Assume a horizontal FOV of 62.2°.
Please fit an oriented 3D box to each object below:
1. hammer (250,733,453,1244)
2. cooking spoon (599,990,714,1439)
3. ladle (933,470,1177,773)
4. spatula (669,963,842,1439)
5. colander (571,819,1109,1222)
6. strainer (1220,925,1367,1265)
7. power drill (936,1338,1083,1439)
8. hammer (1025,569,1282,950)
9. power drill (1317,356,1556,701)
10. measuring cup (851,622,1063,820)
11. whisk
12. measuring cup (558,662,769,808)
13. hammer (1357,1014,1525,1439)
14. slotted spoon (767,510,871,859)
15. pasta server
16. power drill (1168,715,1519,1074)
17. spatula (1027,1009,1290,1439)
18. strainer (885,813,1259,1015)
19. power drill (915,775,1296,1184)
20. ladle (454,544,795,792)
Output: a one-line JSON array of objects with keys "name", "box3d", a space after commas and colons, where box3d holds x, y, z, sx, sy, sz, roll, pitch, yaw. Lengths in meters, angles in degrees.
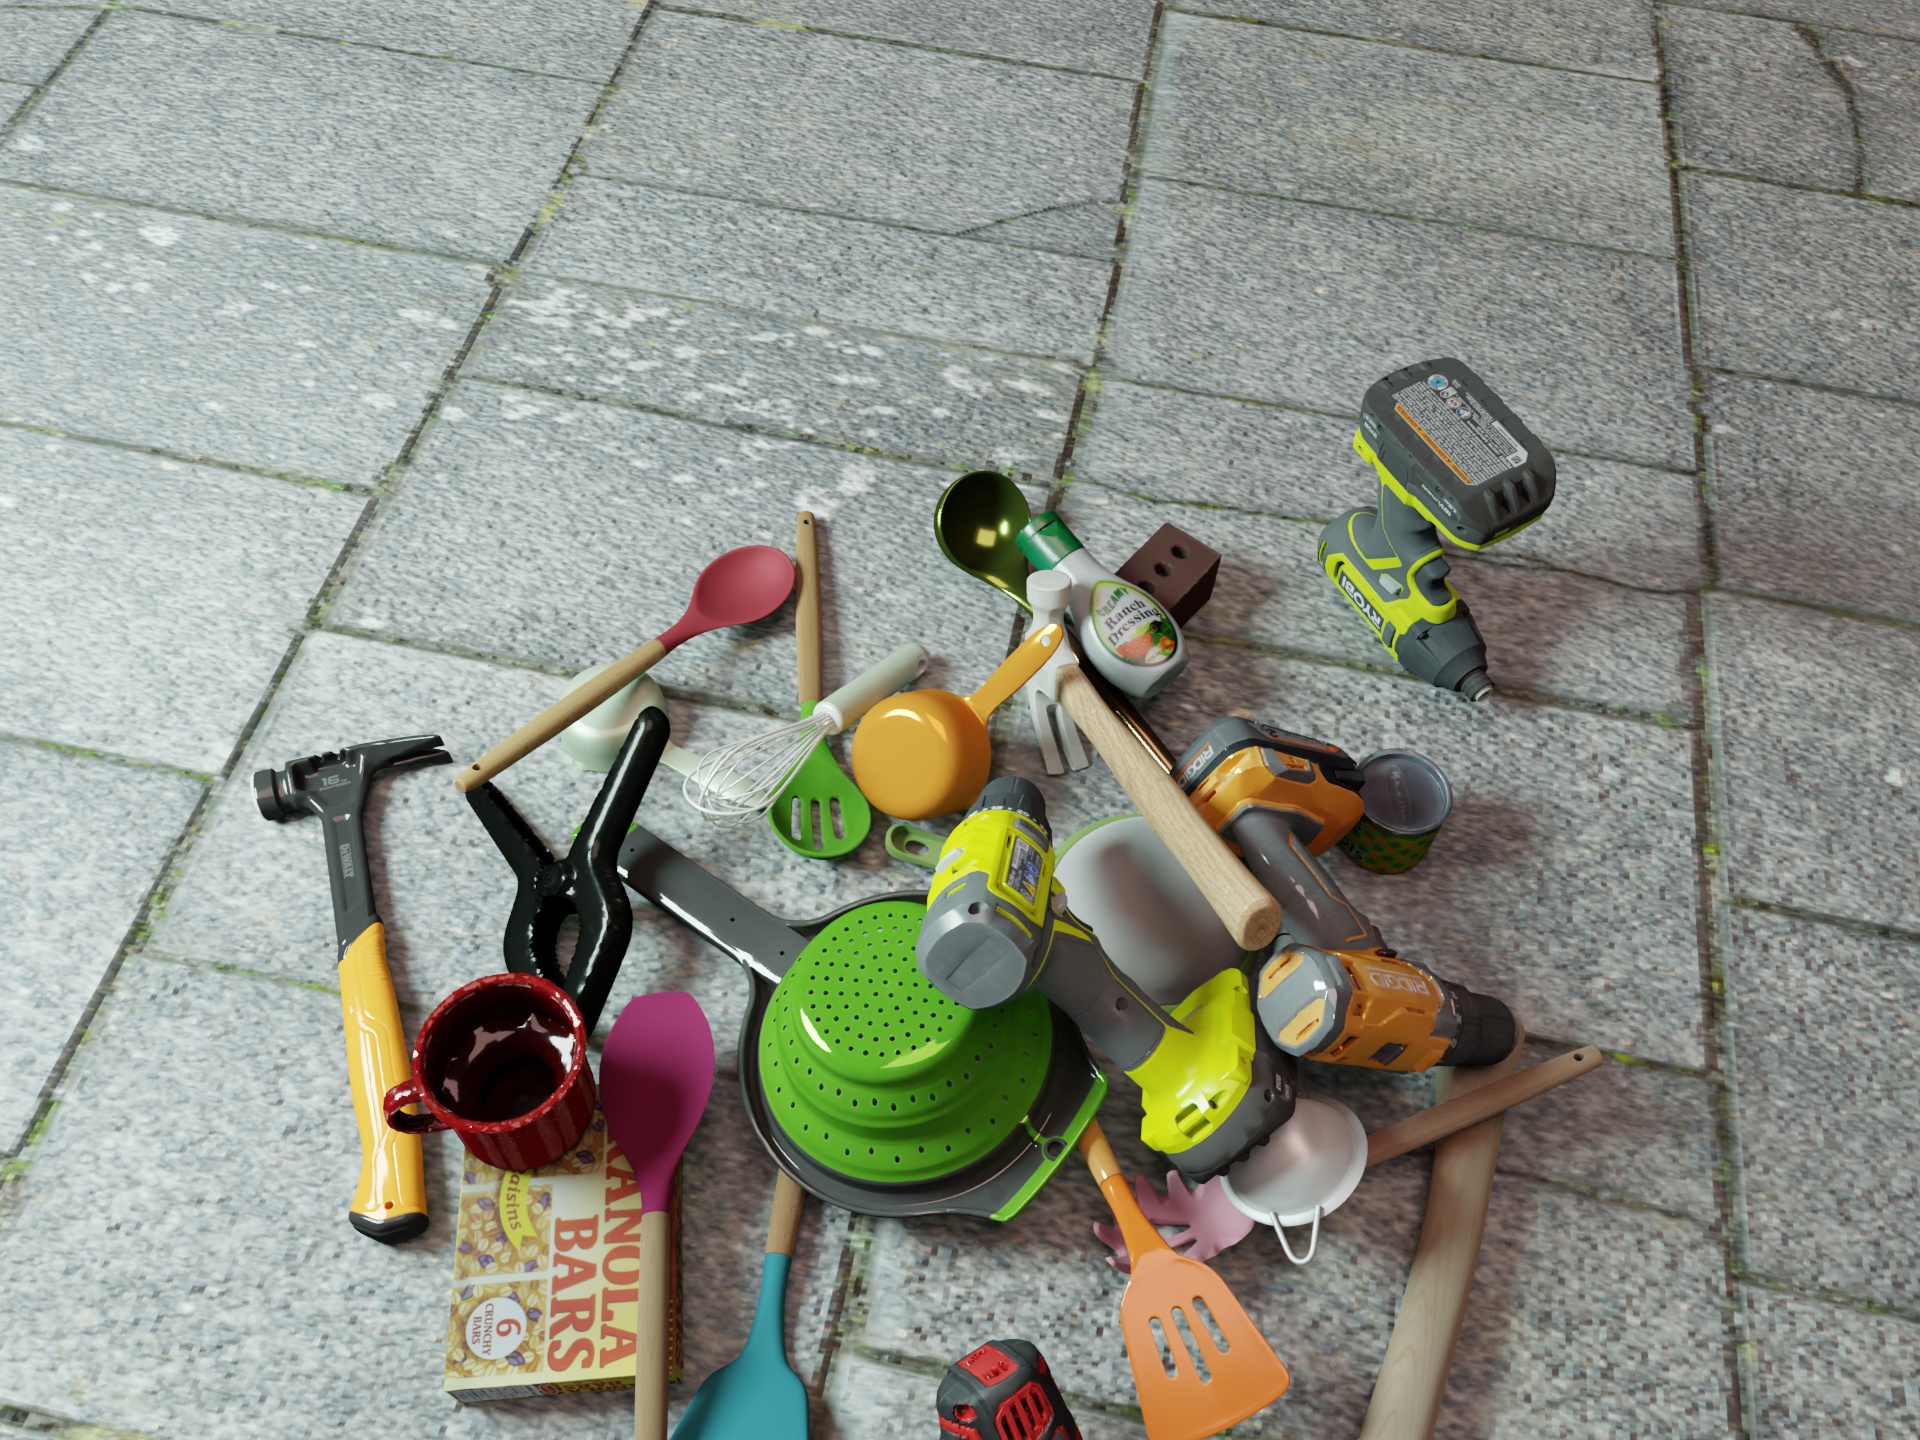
[{"name": "hammer", "box3d": [-0.364, 0.158, 0.994, 0.127, 0.034, 0.337, -14, 58, -10]}, {"name": "cooking spoon", "box3d": [-0.168, 0.297, 0.871, 0.069, 0.017, 0.319, -7, 56, 2]}, {"name": "ladle", "box3d": [0.084, -0.056, 1.143, 0.078, 0.062, 0.320, -26, 64, -22]}, {"name": "spatula", "box3d": [-0.100, 0.280, 0.918, 0.082, 0.044, 0.318, 3, 55, 7]}, {"name": "colander", "box3d": [-0.100, 0.136, 0.954, 0.397, 0.094, 0.204, 29, 63, 26]}, {"name": "strainer", "box3d": [0.194, 0.202, 0.950, 0.087, 0.050, 0.259, -16, 30, 21]}, {"name": "power drill", "box3d": [-0.025, 0.426, 0.789, 0.219, 0.078, 0.143, -27, 95, -22]}, {"name": "hammer", "box3d": [0.109, 0.033, 0.993, 0.031, 0.130, 0.332, -11, 33, -16]}, {"name": "power drill", "box3d": [0.326, -0.123, 1.097, 0.080, 0.223, 0.171, -27, 61, -11]}, {"name": "measuring cup", "box3d": [-0.002, -0.003, 1.042, 0.095, 0.173, 0.052, 51, 24, 13]}, {"name": "whisk", "box3d": [-0.094, 0.002, 1.065, 0.059, 0.057, 0.246, 22, 36, 24]}, {"name": "measuring cup", "box3d": [-0.203, 0.014, 1.092, 0.168, 0.038, 0.083, 26, 59, 16]}, {"name": "hammer", "box3d": [0.270, 0.348, 0.894, 0.146, 0.038, 0.411, 21, 58, 10]}, {"name": "slotted spoon", "box3d": [-0.105, -0.031, 1.135, 0.070, 0.031, 0.314, 2, 54, -11]}, {"name": "pasta server", "box3d": [0.230, 0.252, 0.926, 0.316, 0.040, 0.060, -22, 48, -3]}, {"name": "power drill", "box3d": [0.236, 0.114, 0.971, 0.185, 0.084, 0.226, 14, 39, -32]}, {"name": "spatula", "box3d": [0.079, 0.253, 0.924, 0.081, 0.041, 0.323, -24, 45, -6]}, {"name": "strainer", "box3d": [0.075, 0.098, 1.031, 0.256, 0.069, 0.152, 15, 57, 6]}, {"name": "power drill", "box3d": [0.081, 0.136, 0.908, 0.228, 0.080, 0.191, 40, 24, -10]}, {"name": "ladle", "box3d": [-0.223, -0.037, 1.088, 0.069, 0.031, 0.315, 28, 44, 21]}]
